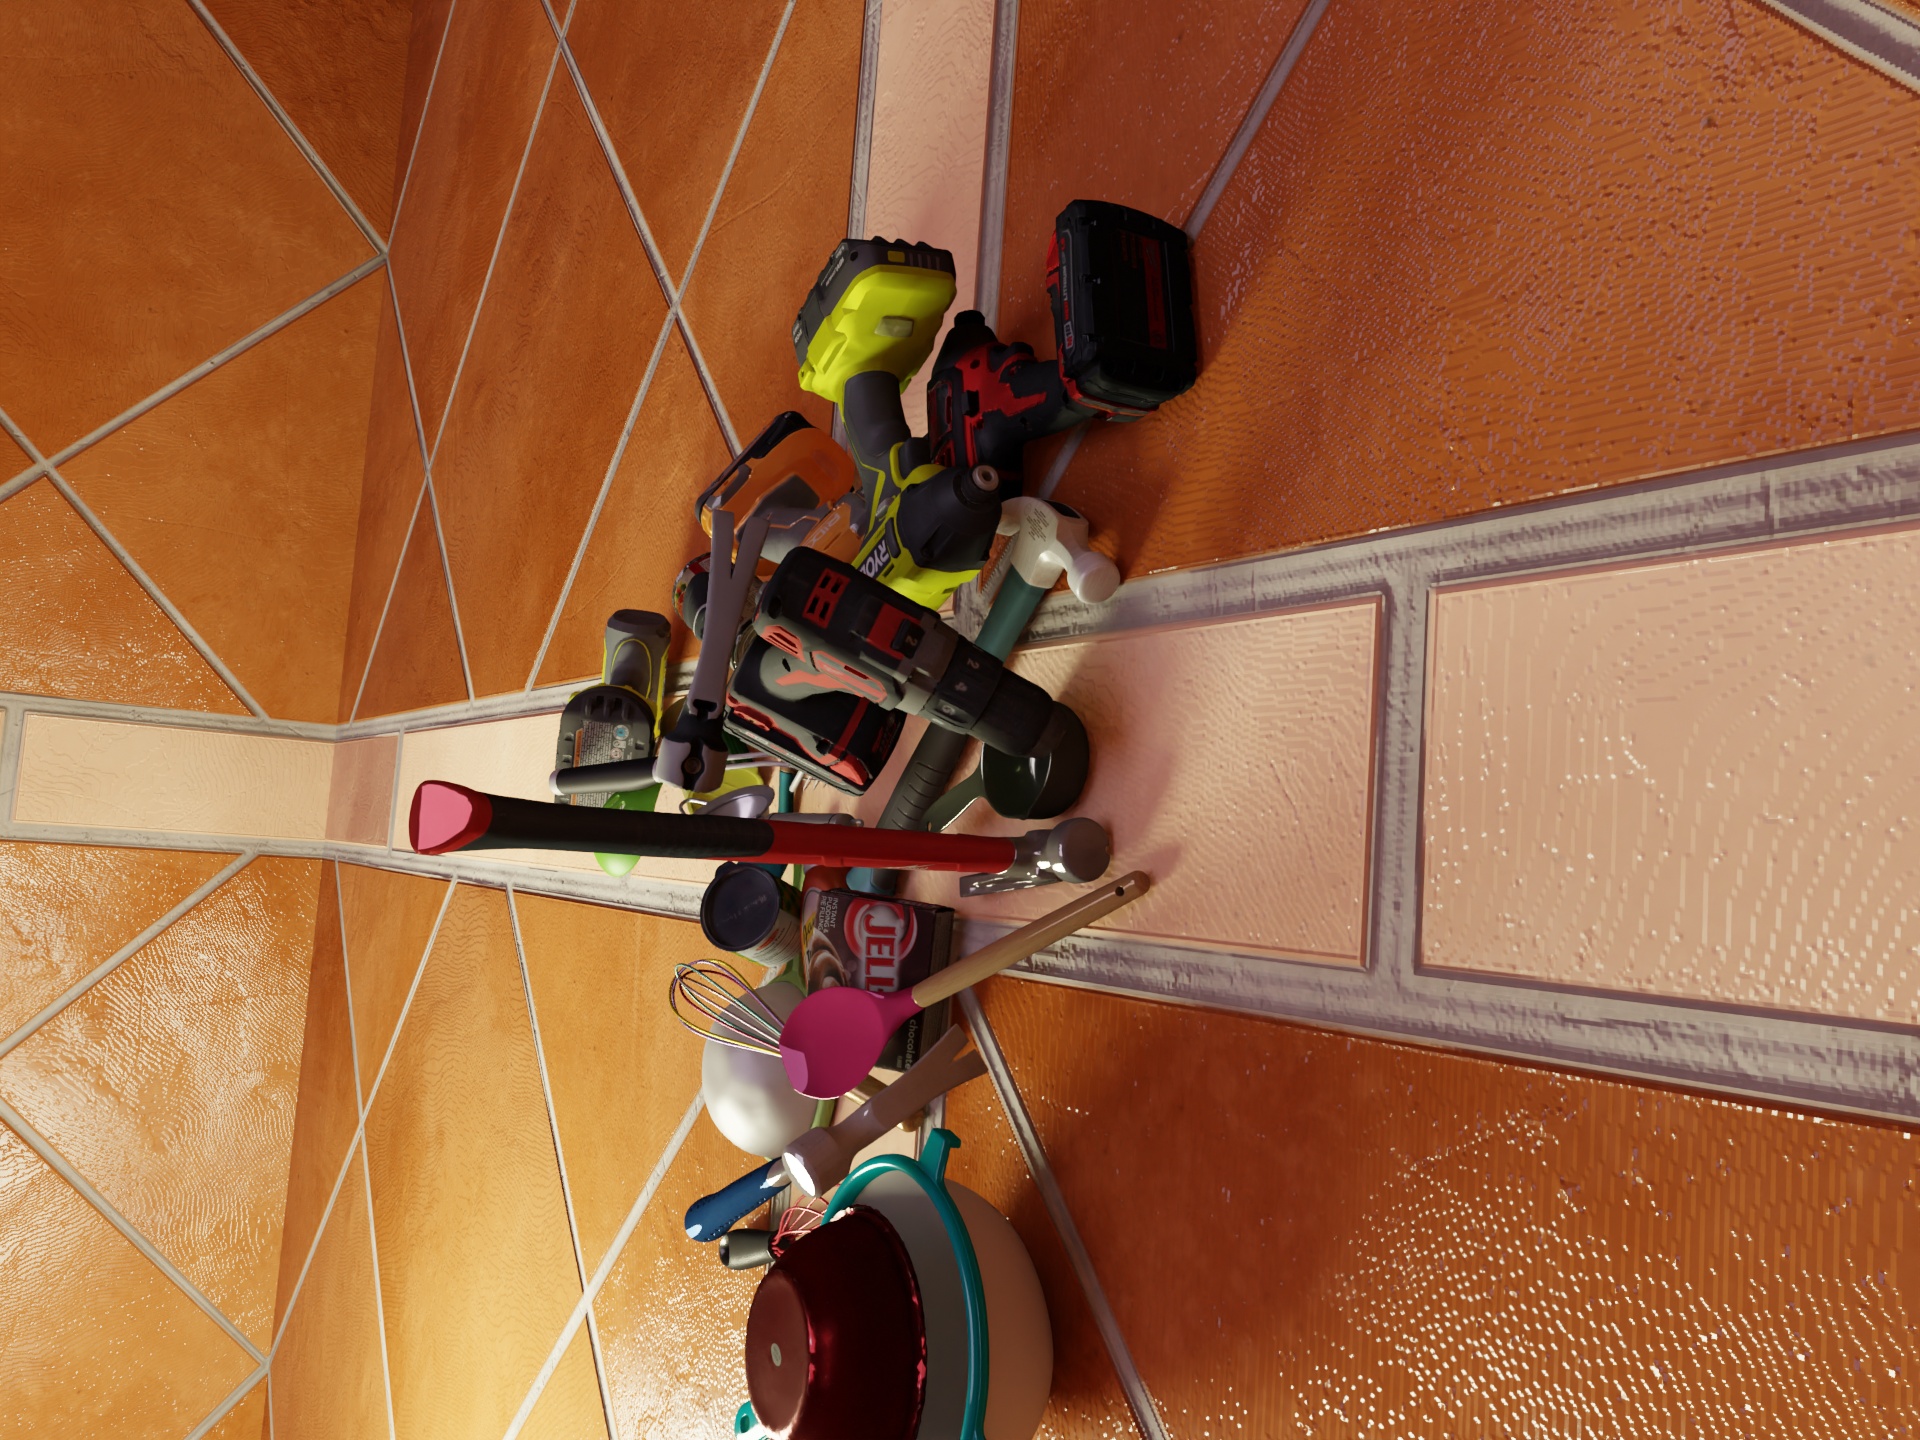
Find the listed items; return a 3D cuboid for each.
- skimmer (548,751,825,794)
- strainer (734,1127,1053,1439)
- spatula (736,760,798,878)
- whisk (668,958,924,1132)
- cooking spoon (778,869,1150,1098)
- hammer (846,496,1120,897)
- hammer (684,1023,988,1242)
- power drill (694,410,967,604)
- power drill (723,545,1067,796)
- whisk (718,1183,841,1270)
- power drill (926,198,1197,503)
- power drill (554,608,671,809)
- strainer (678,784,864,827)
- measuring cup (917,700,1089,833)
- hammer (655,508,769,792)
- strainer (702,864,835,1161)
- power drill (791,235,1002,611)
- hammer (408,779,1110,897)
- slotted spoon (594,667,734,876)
[{"bbox_3d":[-0.198,0.011,1.219,0.363,0.090,0.127,-7,40,32],"label":"skimmer"},{"bbox_3d":[-0.038,0.399,0.984,0.340,0.095,0.211,-49,42,45],"label":"strainer"},{"bbox_3d":[-0.141,0.015,1.269,0.082,0.044,0.317,22,101,56],"label":"spatula"},{"bbox_3d":[-0.121,0.227,1.133,0.245,0.047,0.051,22,127,34],"label":"whisk"},{"bbox_3d":[-0.007,0.162,0.984,0.319,0.017,0.069,-33,70,34],"label":"cooking spoon"},{"bbox_3d":[-0.002,-0.003,1.062,0.331,0.033,0.128,-62,38,29],"label":"hammer"},{"bbox_3d":[-0.111,0.300,1.072,0.035,0.144,0.405,55,146,8],"label":"hammer"},{"bbox_3d":[-0.093,-0.160,1.169,0.185,0.084,0.226,-46,33,0],"label":"power drill"},{"bbox_3d":[-0.049,-0.017,0.972,0.080,0.188,0.226,-65,10,-18],"label":"power drill"},{"bbox_3d":[-0.123,0.381,1.159,0.296,0.073,0.073,-36,54,57],"label":"whisk"},{"bbox_3d":[0.049,-0.224,0.992,0.219,0.078,0.143,-26,63,57],"label":"power drill"},{"bbox_3d":[-0.312,0.018,1.454,0.229,0.080,0.190,-100,19,-70],"label":"power drill"},{"bbox_3d":[-0.140,0.080,1.180,0.258,0.087,0.050,-4,120,56],"label":"strainer"},{"bbox_3d":[0.025,0.042,1.008,0.167,0.038,0.083,-40,51,50],"label":"measuring cup"},{"bbox_3d":[-0.163,-0.067,1.026,0.409,0.036,0.149,-136,58,-76],"label":"hammer"},{"bbox_3d":[-0.152,0.216,1.221,0.151,0.069,0.256,4,89,58],"label":"strainer"},{"bbox_3d":[-0.036,-0.182,0.996,0.171,0.080,0.223,-43,54,55],"label":"power drill"},{"bbox_3d":[-0.111,0.069,0.887,0.143,0.386,0.038,-18,69,55],"label":"hammer"},{"bbox_3d":[-0.217,-0.009,1.314,0.070,0.031,0.314,34,91,42],"label":"slotted spoon"}]
